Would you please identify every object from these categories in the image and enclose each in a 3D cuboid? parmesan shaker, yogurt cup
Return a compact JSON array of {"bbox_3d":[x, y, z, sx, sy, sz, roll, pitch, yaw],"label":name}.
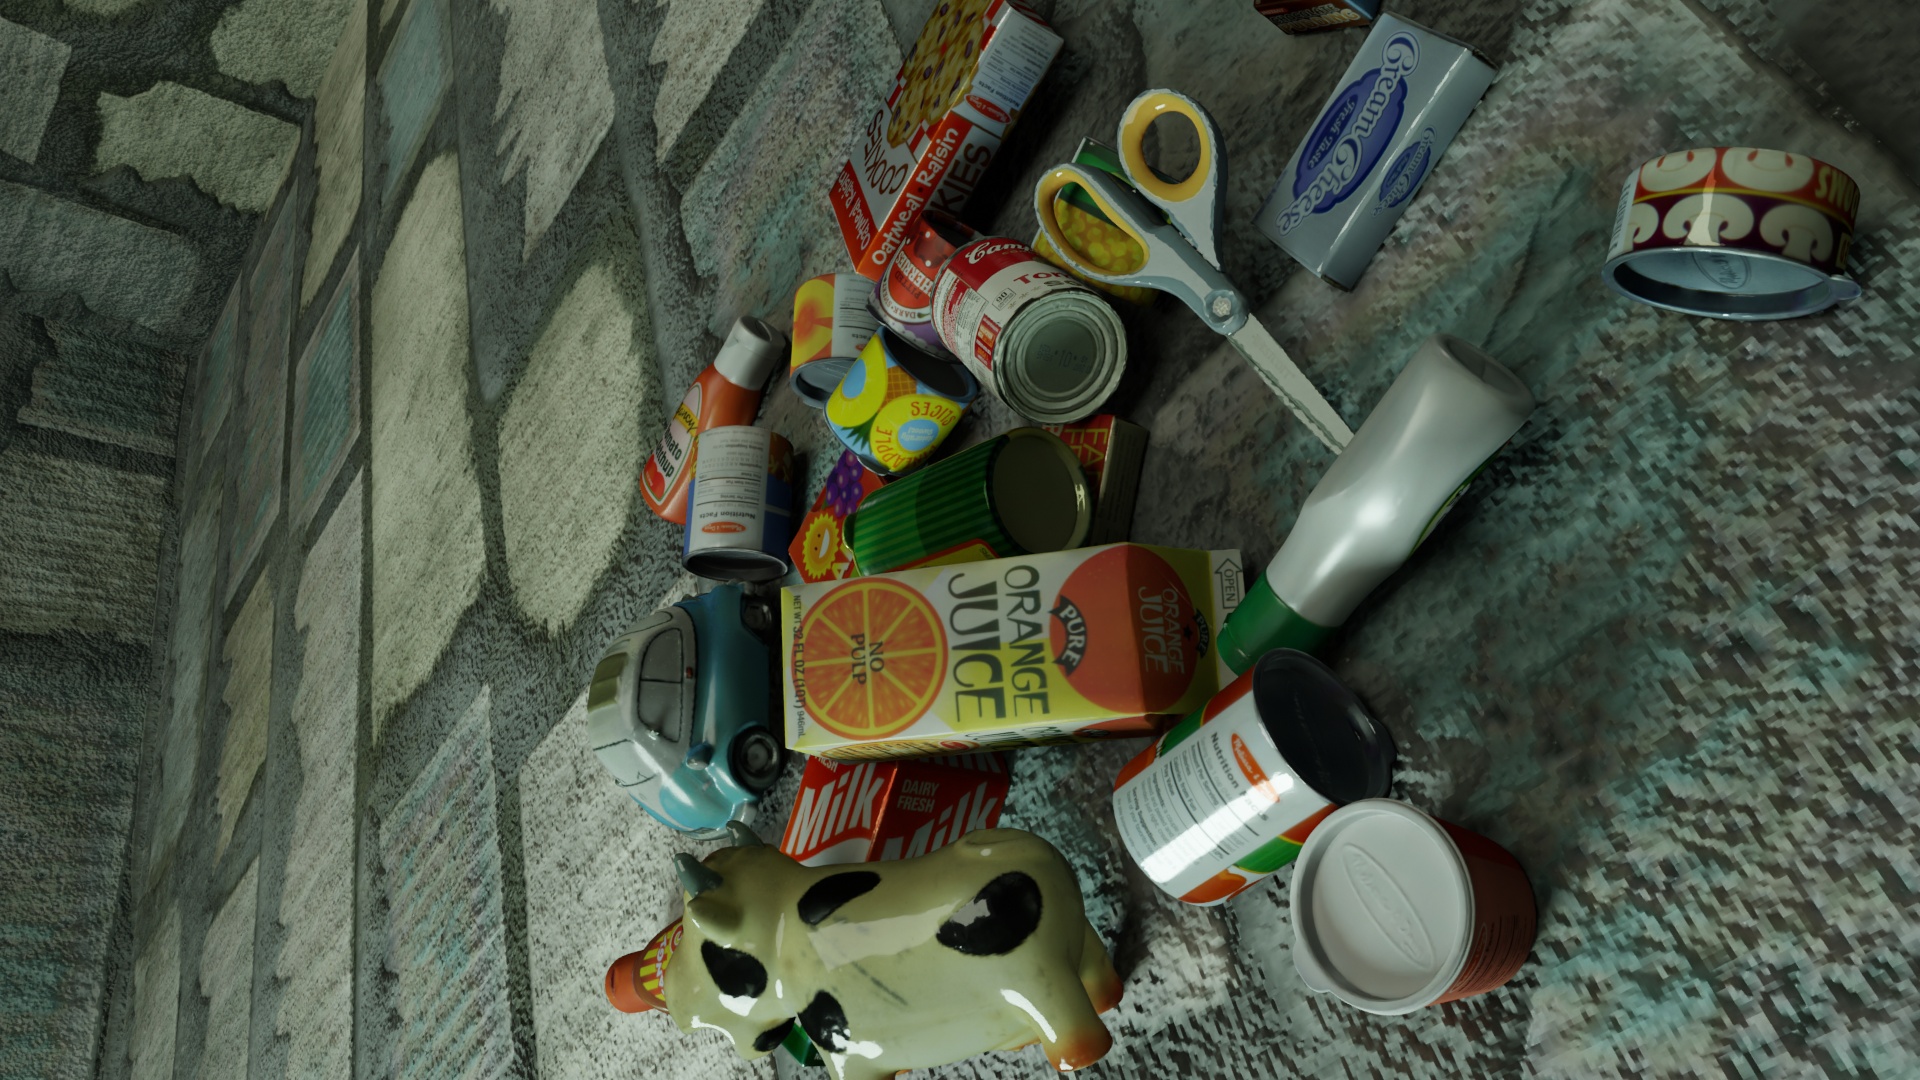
[{"bbox_3d":[0.002,-0.008,0.648,0.103,0.071,0.071,-21,62,49],"label":"parmesan shaker"},{"bbox_3d":[0.154,0.123,0.464,0.072,0.054,0.072,-22,61,46],"label":"yogurt cup"}]

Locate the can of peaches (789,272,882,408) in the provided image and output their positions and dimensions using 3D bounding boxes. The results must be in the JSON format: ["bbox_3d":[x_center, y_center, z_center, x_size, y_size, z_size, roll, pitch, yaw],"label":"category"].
[{"bbox_3d":[-0.068,-0.117,0.823,0.071,0.071,0.058,-22,61,46],"label":"can of peaches"}]

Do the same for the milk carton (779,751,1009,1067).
[{"bbox_3d":[-0.038,0.152,0.683,0.073,0.072,0.190,21,95,52],"label":"milk carton"}]

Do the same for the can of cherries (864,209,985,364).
[{"bbox_3d":[-0.009,-0.138,0.753,0.058,0.071,0.072,-55,41,23],"label":"can of cherries"}]

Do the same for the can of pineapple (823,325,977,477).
[{"bbox_3d":[-0.032,-0.076,0.763,0.057,0.071,0.071,-51,43,27],"label":"can of pineapple"}]

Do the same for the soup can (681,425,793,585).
[{"bbox_3d":[-0.140,-0.021,0.883,0.071,0.071,0.084,-22,60,46],"label":"soup can"}]

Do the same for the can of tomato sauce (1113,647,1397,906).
[{"bbox_3d":[0.109,0.090,0.522,0.082,0.071,0.071,-47,45,37],"label":"can of tomato sauce"}]

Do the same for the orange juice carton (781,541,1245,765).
[{"bbox_3d":[0.026,0.049,0.593,0.192,0.073,0.072,-8,74,13],"label":"orange juice carton"}]

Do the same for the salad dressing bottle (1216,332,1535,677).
[{"bbox_3d":[0.149,-0.006,0.518,0.147,0.044,0.064,-59,-6,30],"label":"salad dressing bottle"}]

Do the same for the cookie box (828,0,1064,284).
[{"bbox_3d":[-0.013,-0.239,0.803,0.166,0.040,0.123,-56,28,23],"label":"cookie box"}]

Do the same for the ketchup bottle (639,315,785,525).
[{"bbox_3d":[-0.170,-0.085,0.961,0.148,0.043,0.065,-56,41,22],"label":"ketchup bottle"}]

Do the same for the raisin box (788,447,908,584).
[{"bbox_3d":[-0.045,0.012,0.769,0.085,0.040,0.124,-58,39,21],"label":"raisin box"}]

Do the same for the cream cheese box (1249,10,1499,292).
[{"bbox_3d":[0.168,-0.161,0.574,0.103,0.024,0.053,-58,40,20],"label":"cream cheese box"}]

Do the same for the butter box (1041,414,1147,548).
[{"bbox_3d":[0.055,-0.008,0.662,0.053,0.024,0.103,3,80,52],"label":"butter box"}]

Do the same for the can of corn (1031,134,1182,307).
[{"bbox_3d":[0.076,-0.148,0.653,0.071,0.071,0.058,45,114,49],"label":"can of corn"}]

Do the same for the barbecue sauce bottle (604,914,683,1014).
[{"bbox_3d":[-0.161,0.254,0.826,0.148,0.044,0.065,-29,57,43],"label":"barbecue sauce bottle"}]

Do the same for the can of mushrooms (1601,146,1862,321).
[{"bbox_3d":[0.238,-0.093,0.426,0.071,0.071,0.033,9,84,53],"label":"can of mushrooms"}]

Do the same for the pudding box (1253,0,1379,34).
[{"bbox_3d":[0.166,-0.270,0.611,0.050,0.030,0.083,18,92,52],"label":"pudding box"}]
